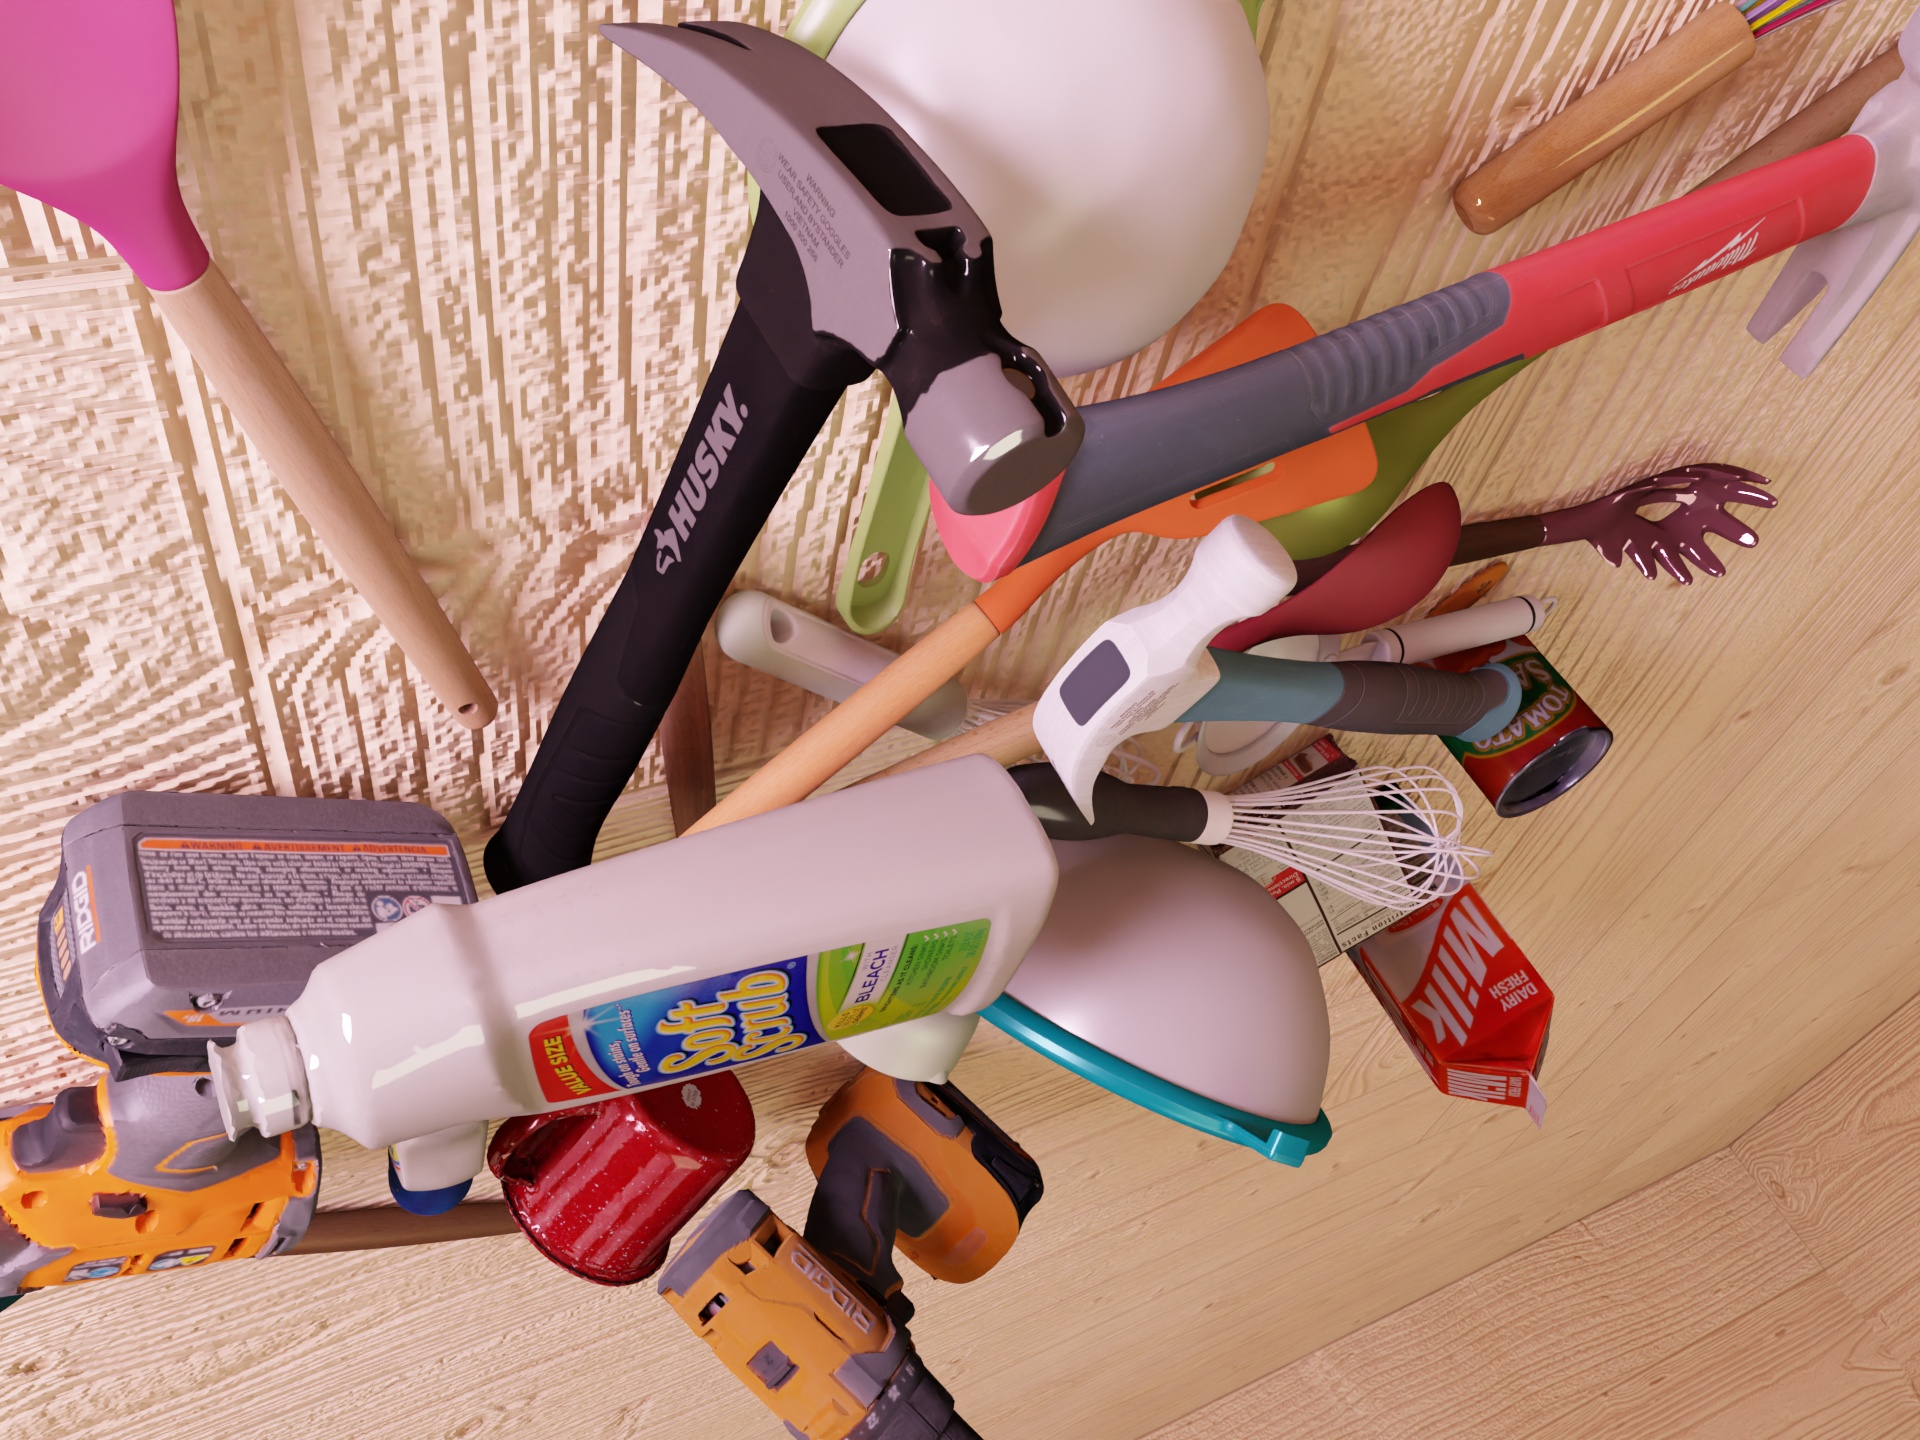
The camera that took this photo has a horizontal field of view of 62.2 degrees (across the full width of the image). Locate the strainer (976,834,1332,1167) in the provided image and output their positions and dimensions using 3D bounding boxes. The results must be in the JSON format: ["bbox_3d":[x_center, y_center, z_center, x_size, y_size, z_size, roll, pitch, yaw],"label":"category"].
[{"bbox_3d":[0.105,0.105,0.778,0.095,0.211,0.340,-65,164,4],"label":"strainer"}]

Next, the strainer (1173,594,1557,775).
[{"bbox_3d":[0.183,-0.030,0.721,0.258,0.050,0.086,-13,134,-30],"label":"strainer"}]

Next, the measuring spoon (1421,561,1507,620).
[{"bbox_3d":[0.224,-0.035,0.780,0.117,0.011,0.021,-45,146,23],"label":"measuring spoon"}]

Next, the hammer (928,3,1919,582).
[{"bbox_3d":[0.165,-0.114,0.497,0.386,0.038,0.143,-24,150,-19],"label":"hammer"}]

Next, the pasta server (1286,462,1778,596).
[{"bbox_3d":[0.242,-0.077,0.712,0.316,0.040,0.060,-12,132,-26],"label":"pasta server"}]

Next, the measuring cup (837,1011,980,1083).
[{"bbox_3d":[0.003,0.125,0.776,0.167,0.083,0.038,-6,131,-49],"label":"measuring cup"}]

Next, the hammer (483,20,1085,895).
[{"bbox_3d":[-0.088,-0.033,0.447,0.035,0.146,0.334,-20,161,-37],"label":"hammer"}]

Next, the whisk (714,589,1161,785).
[{"bbox_3d":[-0.001,-0.002,0.611,0.059,0.058,0.246,-13,157,36],"label":"whisk"}]

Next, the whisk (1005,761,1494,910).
[{"bbox_3d":[0.125,0.044,0.677,0.284,0.070,0.070,8,132,-36],"label":"whisk"}]

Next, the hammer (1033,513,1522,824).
[{"bbox_3d":[0.146,-0.011,0.625,0.128,0.033,0.330,-43,153,30],"label":"hammer"}]

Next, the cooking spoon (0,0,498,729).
[{"bbox_3d":[-0.171,-0.087,0.374,0.069,0.017,0.318,-24,148,-8],"label":"cooking spoon"}]

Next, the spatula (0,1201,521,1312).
[{"bbox_3d":[-0.303,0.238,0.701,0.082,0.044,0.317,-48,146,20],"label":"spatula"}]

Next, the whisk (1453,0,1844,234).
[{"bbox_3d":[0.269,-0.235,0.508,0.245,0.047,0.051,-33,150,11],"label":"whisk"}]

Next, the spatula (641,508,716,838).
[{"bbox_3d":[-0.103,0.034,0.602,0.060,0.018,0.315,-19,148,-19],"label":"spatula"}]

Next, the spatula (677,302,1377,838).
[{"bbox_3d":[-0.007,-0.016,0.533,0.322,0.041,0.080,-39,126,2],"label":"spatula"}]

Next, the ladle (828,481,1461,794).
[{"bbox_3d":[0.069,-0.017,0.602,0.315,0.031,0.069,-23,148,-17],"label":"ladle"}]

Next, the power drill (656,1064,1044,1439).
[{"bbox_3d":[-0.027,0.273,0.775,0.084,0.185,0.226,-49,175,20],"label":"power drill"}]

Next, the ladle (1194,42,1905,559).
[{"bbox_3d":[0.222,-0.163,0.582,0.320,0.062,0.078,-36,149,-3],"label":"ladle"}]

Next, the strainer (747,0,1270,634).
[{"bbox_3d":[0.011,-0.104,0.452,0.151,0.069,0.256,-10,142,-30],"label":"strainer"}]

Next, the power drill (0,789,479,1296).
[{"bbox_3d":[-0.272,0.119,0.526,0.164,0.084,0.226,6,137,-43],"label":"power drill"}]
